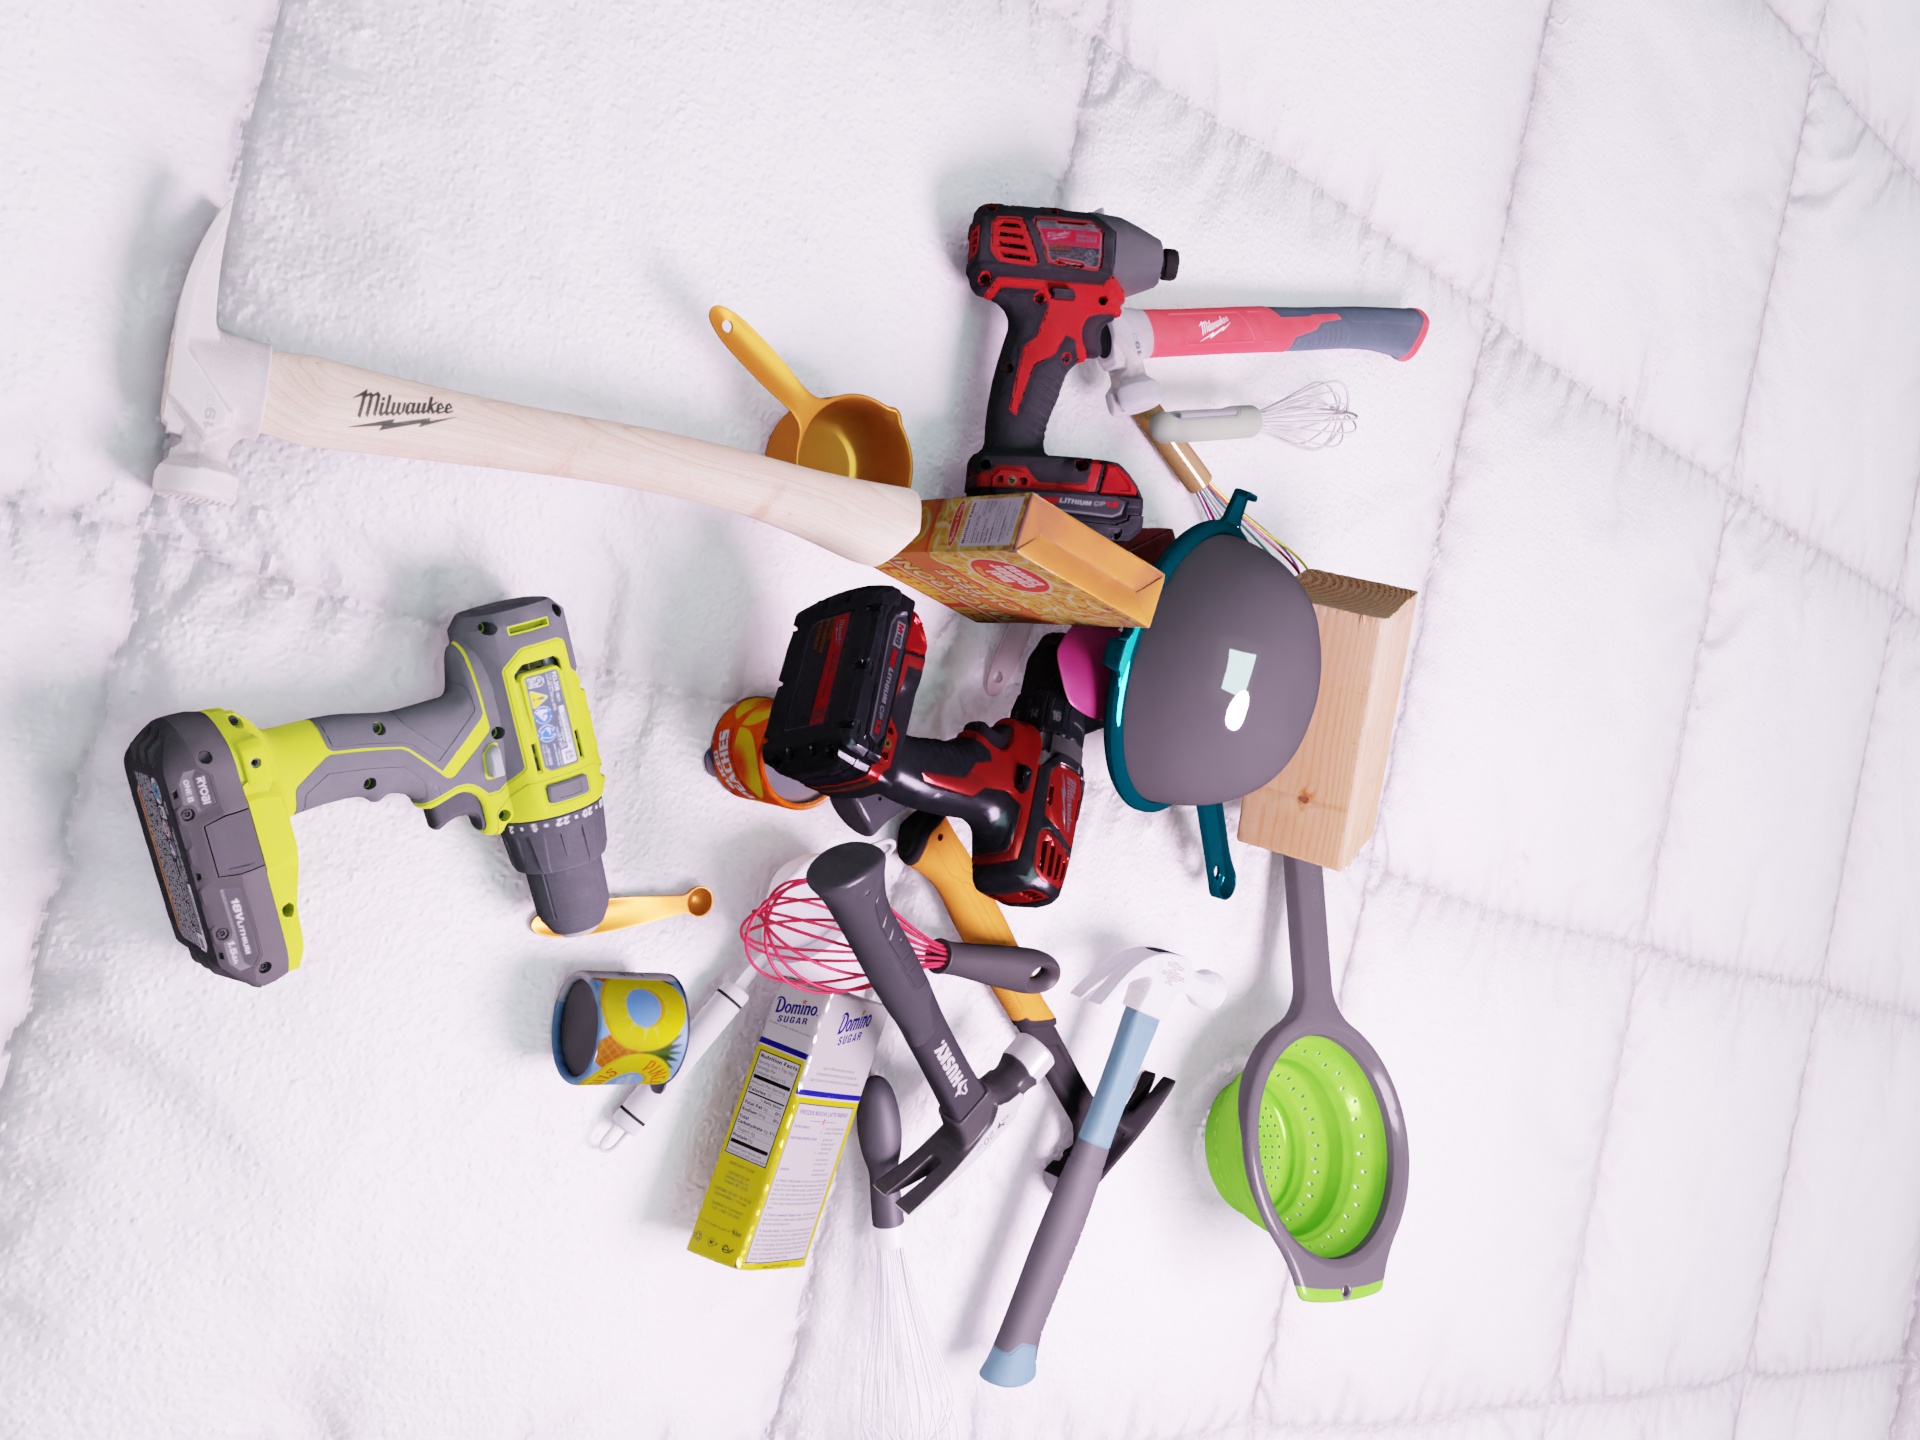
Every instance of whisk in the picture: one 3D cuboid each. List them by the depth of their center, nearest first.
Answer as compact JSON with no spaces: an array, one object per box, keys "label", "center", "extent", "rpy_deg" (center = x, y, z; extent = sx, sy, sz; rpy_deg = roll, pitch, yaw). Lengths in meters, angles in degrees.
[{"label":"whisk","center":[-0.026,0.148,1.018],"extent":[0.295,0.073,0.073],"rpy_deg":[19,83,-48]},{"label":"whisk","center":[-0.047,0.381,1.086],"extent":[0.070,0.070,0.284],"rpy_deg":[-9,95,-38]},{"label":"whisk","center":[0.227,-0.230,1.217],"extent":[0.246,0.058,0.059],"rpy_deg":[-13,125,-43]},{"label":"whisk","center":[0.199,-0.169,1.224],"extent":[0.244,0.047,0.051],"rpy_deg":[47,49,-28]}]

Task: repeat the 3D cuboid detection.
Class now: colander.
[{"label":"colander","center":[0.264,0.265,1.309],"extent":[0.204,0.094,0.397],"rpy_deg":[12,70,-39]}]

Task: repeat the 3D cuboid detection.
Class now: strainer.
[{"label":"strainer","center":[-0.138,0.163,0.993],"extent":[0.258,0.050,0.086],"rpy_deg":[-50,145,-16]},{"label":"strainer","center":[0.203,0.021,1.134],"extent":[0.211,0.095,0.340],"rpy_deg":[-48,140,-33]}]

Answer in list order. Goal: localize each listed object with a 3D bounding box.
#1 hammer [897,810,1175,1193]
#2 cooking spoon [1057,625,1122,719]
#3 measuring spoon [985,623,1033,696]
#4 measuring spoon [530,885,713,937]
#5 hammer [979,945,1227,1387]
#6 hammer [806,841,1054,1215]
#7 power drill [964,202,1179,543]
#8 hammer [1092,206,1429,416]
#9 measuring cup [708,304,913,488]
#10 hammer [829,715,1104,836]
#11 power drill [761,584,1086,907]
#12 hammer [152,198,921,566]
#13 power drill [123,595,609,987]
[{"label":"hammer","center":[0.049,0.194,1.150],"extent":[0.127,0.034,0.336],"rpy_deg":[-42,119,-26]},{"label":"cooking spoon","center":[0.163,-0.051,1.150],"extent":[0.319,0.017,0.069],"rpy_deg":[-14,90,-52]},{"label":"measuring spoon","center":[0.041,-0.076,1.129],"extent":[0.034,0.018,0.124],"rpy_deg":[24,87,-34]},{"label":"measuring spoon","center":[-0.203,0.115,0.957],"extent":[0.117,0.011,0.021],"rpy_deg":[-5,98,-35]},{"label":"hammer","center":[0.093,0.321,1.158],"extent":[0.128,0.033,0.331],"rpy_deg":[29,78,-37]},{"label":"hammer","center":[-0.030,0.182,0.963],"extent":[0.146,0.035,0.334],"rpy_deg":[-46,143,-20]},{"label":"power drill","center":[0.073,-0.231,1.067],"extent":[0.143,0.078,0.219],"rpy_deg":[2,93,-9]},{"label":"hammer","center":[0.238,-0.319,1.234],"extent":[0.386,0.038,0.143],"rpy_deg":[-13,90,-40]},{"label":"measuring cup","center":[-0.104,-0.185,0.974],"extent":[0.173,0.052,0.095],"rpy_deg":[46,68,-30]},{"label":"hammer","center":[0.072,0.000,1.128],"extent":[0.409,0.036,0.149],"rpy_deg":[-18,105,-40]},{"label":"power drill","center":[-0.002,-0.003,0.994],"extent":[0.226,0.080,0.188],"rpy_deg":[31,61,-38]},{"label":"hammer","center":[-0.205,-0.157,0.868],"extent":[0.410,0.038,0.146],"rpy_deg":[8,89,-30]},{"label":"power drill","center":[-0.292,0.051,0.835],"extent":[0.228,0.080,0.190],"rpy_deg":[-20,107,-38]}]
